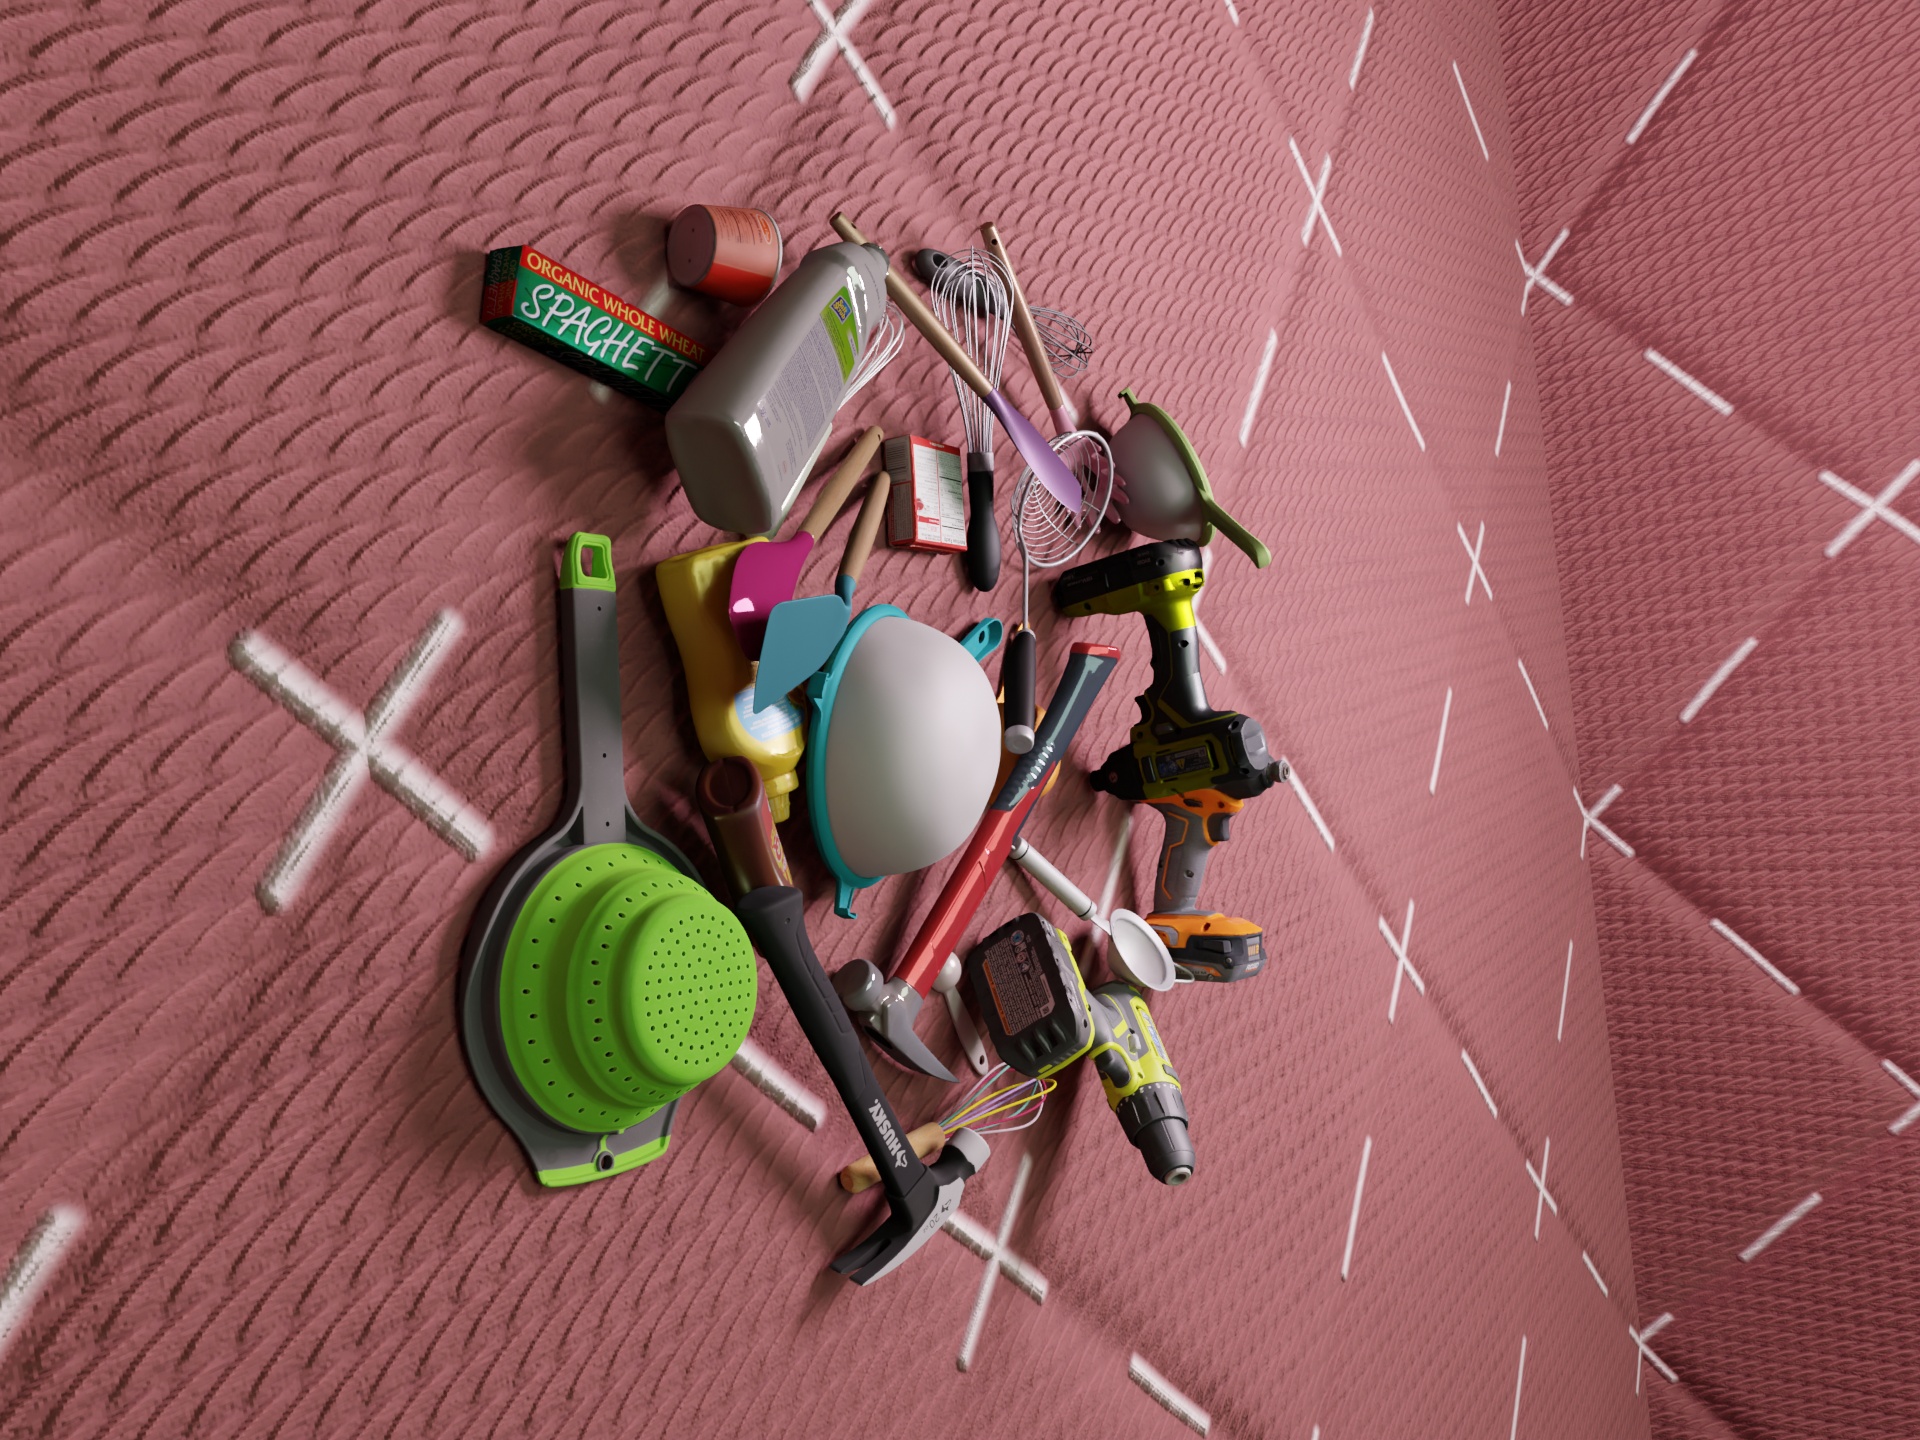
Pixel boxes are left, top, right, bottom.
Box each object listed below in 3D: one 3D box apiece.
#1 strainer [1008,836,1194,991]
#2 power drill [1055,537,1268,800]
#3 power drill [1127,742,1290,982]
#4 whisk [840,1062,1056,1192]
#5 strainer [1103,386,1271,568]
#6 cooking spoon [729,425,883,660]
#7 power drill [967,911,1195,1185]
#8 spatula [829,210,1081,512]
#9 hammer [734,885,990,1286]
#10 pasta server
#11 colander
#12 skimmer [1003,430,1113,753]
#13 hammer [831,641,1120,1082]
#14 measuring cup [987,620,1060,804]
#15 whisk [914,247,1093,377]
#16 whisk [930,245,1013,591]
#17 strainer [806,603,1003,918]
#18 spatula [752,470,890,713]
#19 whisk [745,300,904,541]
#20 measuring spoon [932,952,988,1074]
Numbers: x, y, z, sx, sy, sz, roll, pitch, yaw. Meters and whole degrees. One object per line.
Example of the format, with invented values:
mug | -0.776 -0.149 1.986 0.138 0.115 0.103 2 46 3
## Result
strainer | 0.115 0.173 1.419 0.258 0.050 0.087 43 26 -28
power drill | 0.171 -0.041 1.450 0.080 0.171 0.223 -12 87 -55
power drill | 0.236 0.130 1.509 0.084 0.164 0.226 2 86 -55
whisk | -0.004 0.317 1.246 0.245 0.047 0.051 -12 118 -51
strainer | 0.199 -0.196 1.487 0.069 0.257 0.151 -26 129 -8
cooking spoon | -0.103 -0.140 1.125 0.319 0.017 0.068 -68 145 -54
power drill | 0.112 0.276 1.331 0.228 0.080 0.191 42 19 -41
spatula | 0.004 -0.275 1.250 0.315 0.018 0.060 45 34 -30
hammer | -0.079 0.245 1.092 0.146 0.035 0.334 -45 129 -32
pasta server | 0.079 -0.298 1.409 0.315 0.060 0.040 63 0 -41
colander | -0.194 0.079 0.963 0.204 0.094 0.397 1 85 -55
skimmer | 0.083 -0.107 1.316 0.364 0.090 0.127 -85 171 -47
hammer | 0.038 0.098 1.275 0.143 0.038 0.386 52 58 -36
measuring cup | 0.057 -0.011 1.366 0.095 0.052 0.174 38 58 -46
whisk | 0.041 -0.359 1.399 0.238 0.055 0.055 16 73 -48
whisk | 0.015 -0.249 1.328 0.070 0.070 0.284 -20 111 -54
strainer | -0.002 -0.004 1.215 0.340 0.095 0.210 -48 139 -56
spatula | -0.088 -0.112 1.125 0.318 0.044 0.082 -78 -178 -58
whisk | -0.103 -0.227 1.176 0.059 0.058 0.246 94 17 -61
measuring spoon | 0.005 0.239 1.292 0.034 0.018 0.124 -47 124 -47
